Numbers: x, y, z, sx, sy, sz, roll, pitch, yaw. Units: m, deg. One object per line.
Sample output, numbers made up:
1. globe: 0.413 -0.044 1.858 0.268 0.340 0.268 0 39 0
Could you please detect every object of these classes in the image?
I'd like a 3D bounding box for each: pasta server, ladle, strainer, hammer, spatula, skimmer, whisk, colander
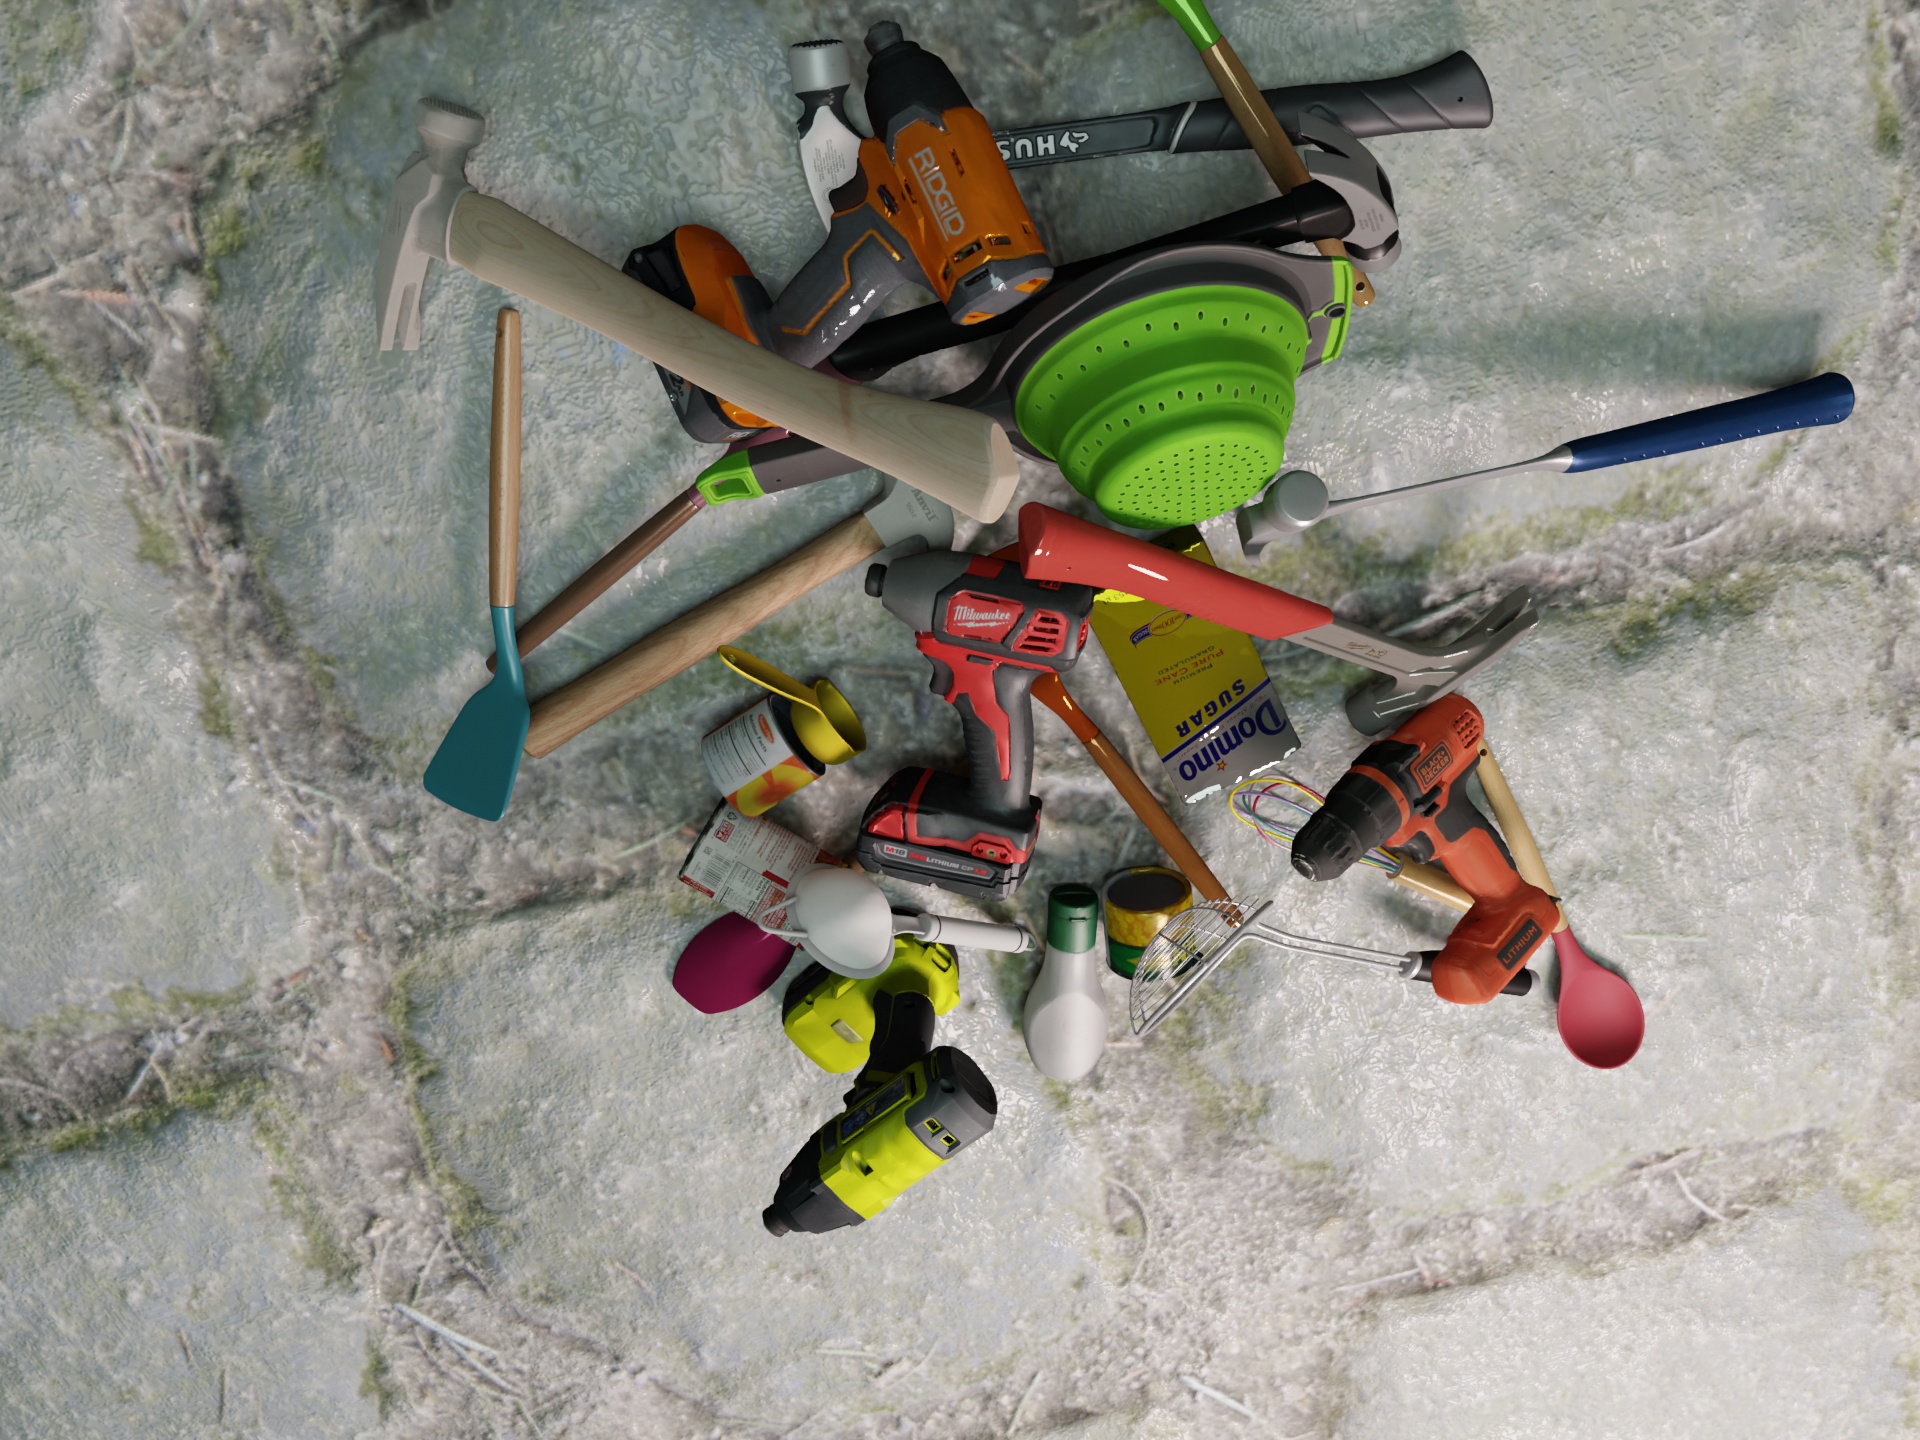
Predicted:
1. pasta server: -0.189 -0.128 1.017 0.316 0.040 0.060 -37 112 16
2. ladle: 0.436 0.135 1.184 0.069 0.031 0.315 -32 112 -5
3. strainer: -0.028 0.138 1.084 0.050 0.087 0.258 -39 146 28
4. hammer: 0.367 -0.163 1.006 0.405 0.144 0.035 -13 87 -8
5. spatula: -0.295 -0.096 0.999 0.082 0.044 0.317 19 111 33
6. skimmer: 0.280 0.189 1.124 0.363 0.090 0.127 12 133 -24
7. hammer: 0.076 -0.255 0.910 0.335 0.146 0.035 -12 78 20
8. whisk: 0.299 0.096 1.148 0.244 0.051 0.047 24 105 -18
9. hammer: -0.152 -0.066 1.043 0.331 0.031 0.130 -30 113 10
10. hammer: 0.110 -0.341 0.935 0.409 0.036 0.149 -7 116 -1
11. hammer: -0.154 -0.198 0.869 0.411 0.038 0.146 29 113 17
12. spatula: 0.104 0.023 1.085 0.081 0.041 0.322 -29 113 25
13. colander: 0.043 -0.155 0.924 0.397 0.095 0.204 -14 159 4
14. hammer: 0.189 -0.073 0.975 0.358 0.037 0.149 15 140 -33

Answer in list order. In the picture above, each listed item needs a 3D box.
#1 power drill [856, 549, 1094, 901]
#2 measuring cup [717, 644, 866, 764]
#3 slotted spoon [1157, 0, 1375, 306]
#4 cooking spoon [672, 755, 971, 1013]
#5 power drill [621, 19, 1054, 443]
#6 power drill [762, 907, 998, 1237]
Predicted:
1. power drill: -0.002 -0.003 1.025 0.143 0.079 0.219 13 117 7
2. measuring cup: -0.115 -0.012 1.026 0.029 0.062 0.156 -34 147 17
3. slotted spoon: 0.152 -0.359 0.897 0.070 0.031 0.313 -36 116 12
4. cooking spoon: -0.084 0.109 1.136 0.319 0.017 0.068 -40 110 14
5. power drill: -0.077 -0.268 0.889 0.226 0.084 0.164 -24 91 25
6. power drill: -0.064 0.240 1.085 0.171 0.223 0.080 -37 112 12
